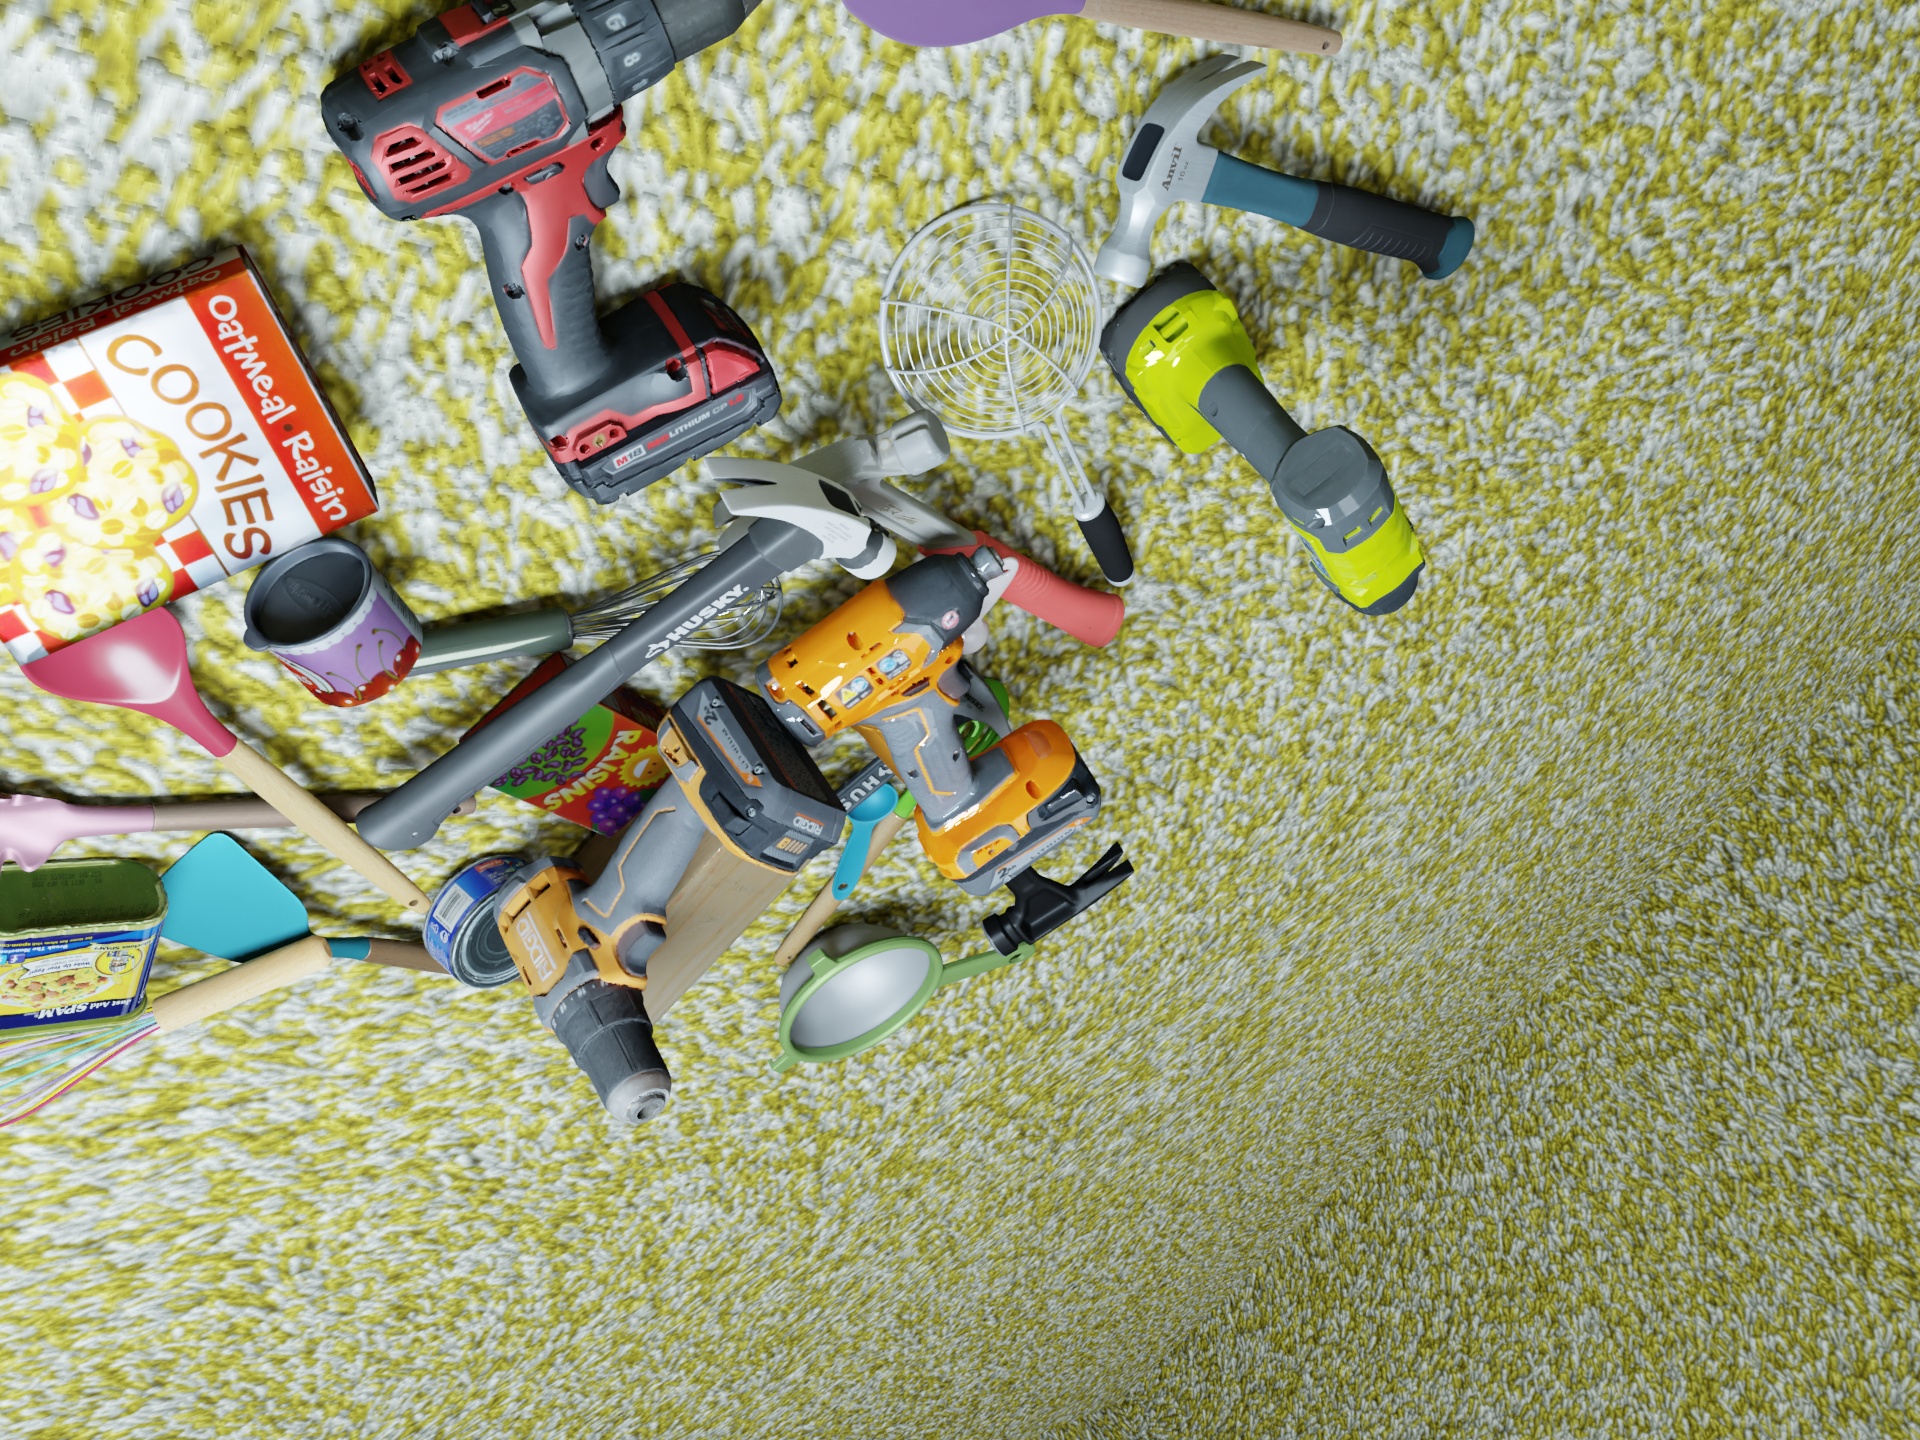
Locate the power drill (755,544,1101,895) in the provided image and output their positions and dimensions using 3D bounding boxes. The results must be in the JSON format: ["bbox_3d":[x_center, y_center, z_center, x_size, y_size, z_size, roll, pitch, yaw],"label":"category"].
[{"bbox_3d":[-0.002,-0.003,1.008,0.164,0.084,0.226,-36,129,6],"label":"power drill"}]

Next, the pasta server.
[{"bbox_3d":[-0.413,0.056,0.872,0.316,0.040,0.060,0,122,-43],"label":"pasta server"}]

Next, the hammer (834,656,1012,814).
[{"bbox_3d":[-0.132,0.101,1.165,0.409,0.036,0.149,-40,132,12],"label":"hammer"}]

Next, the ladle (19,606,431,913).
[{"bbox_3d":[-0.375,0.028,0.851,0.069,0.031,0.315,-33,141,-3],"label":"ladle"}]

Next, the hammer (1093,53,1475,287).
[{"bbox_3d":[0.212,-0.307,0.955,0.331,0.033,0.128,-5,121,-44],"label":"hammer"}]

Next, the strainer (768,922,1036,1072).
[{"bbox_3d":[-0.052,0.205,1.356,0.256,0.069,0.151,-11,138,-35],"label":"strainer"}]

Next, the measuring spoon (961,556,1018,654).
[{"bbox_3d":[0.016,-0.071,1.032,0.034,0.018,0.124,-5,159,-18],"label":"measuring spoon"}]

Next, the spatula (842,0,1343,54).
[{"bbox_3d":[0.078,-0.358,0.802,0.315,0.018,0.059,-9,138,-33],"label":"spatula"}]

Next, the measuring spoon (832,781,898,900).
[{"bbox_3d":[-0.081,0.088,1.218,0.042,0.021,0.128,1,131,-23],"label":"measuring spoon"}]

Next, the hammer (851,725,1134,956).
[{"bbox_3d":[0.003,0.056,1.137,0.127,0.034,0.336,-34,134,8],"label":"hammer"}]

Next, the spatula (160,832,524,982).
[{"bbox_3d":[-0.372,0.141,1.033,0.082,0.044,0.317,-43,151,11],"label":"spatula"}]

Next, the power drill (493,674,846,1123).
[{"bbox_3d":[-0.172,0.109,0.949,0.226,0.186,0.084,-46,144,12],"label":"power drill"}]

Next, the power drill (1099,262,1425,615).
[{"bbox_3d":[0.189,-0.161,0.962,0.080,0.223,0.171,-40,147,8],"label":"power drill"}]

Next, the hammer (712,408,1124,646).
[{"bbox_3d":[0.005,-0.101,1.025,0.149,0.037,0.358,-21,159,25],"label":"hammer"}]

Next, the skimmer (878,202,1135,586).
[{"bbox_3d":[0.053,-0.180,0.997,0.127,0.090,0.363,-37,157,3],"label":"skimmer"}]

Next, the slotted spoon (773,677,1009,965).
[{"bbox_3d":[-0.059,0.089,1.242,0.070,0.031,0.313,13,126,-43],"label":"slotted spoon"}]

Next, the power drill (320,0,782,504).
[{"bbox_3d":[-0.151,-0.226,0.716,0.188,0.080,0.226,-30,144,-8],"label":"power drill"}]

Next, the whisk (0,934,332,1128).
[{"bbox_3d":[-0.488,0.184,0.933,0.245,0.047,0.051,-22,-179,-7],"label":"whisk"}]

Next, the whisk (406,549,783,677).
[{"bbox_3d":[-0.216,-0.053,0.903,0.246,0.059,0.058,-13,-174,-24],"label":"whisk"}]

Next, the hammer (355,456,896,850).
[{"bbox_3d":[-0.199,-0.027,0.865,0.335,0.035,0.146,-34,158,13],"label":"hammer"}]
